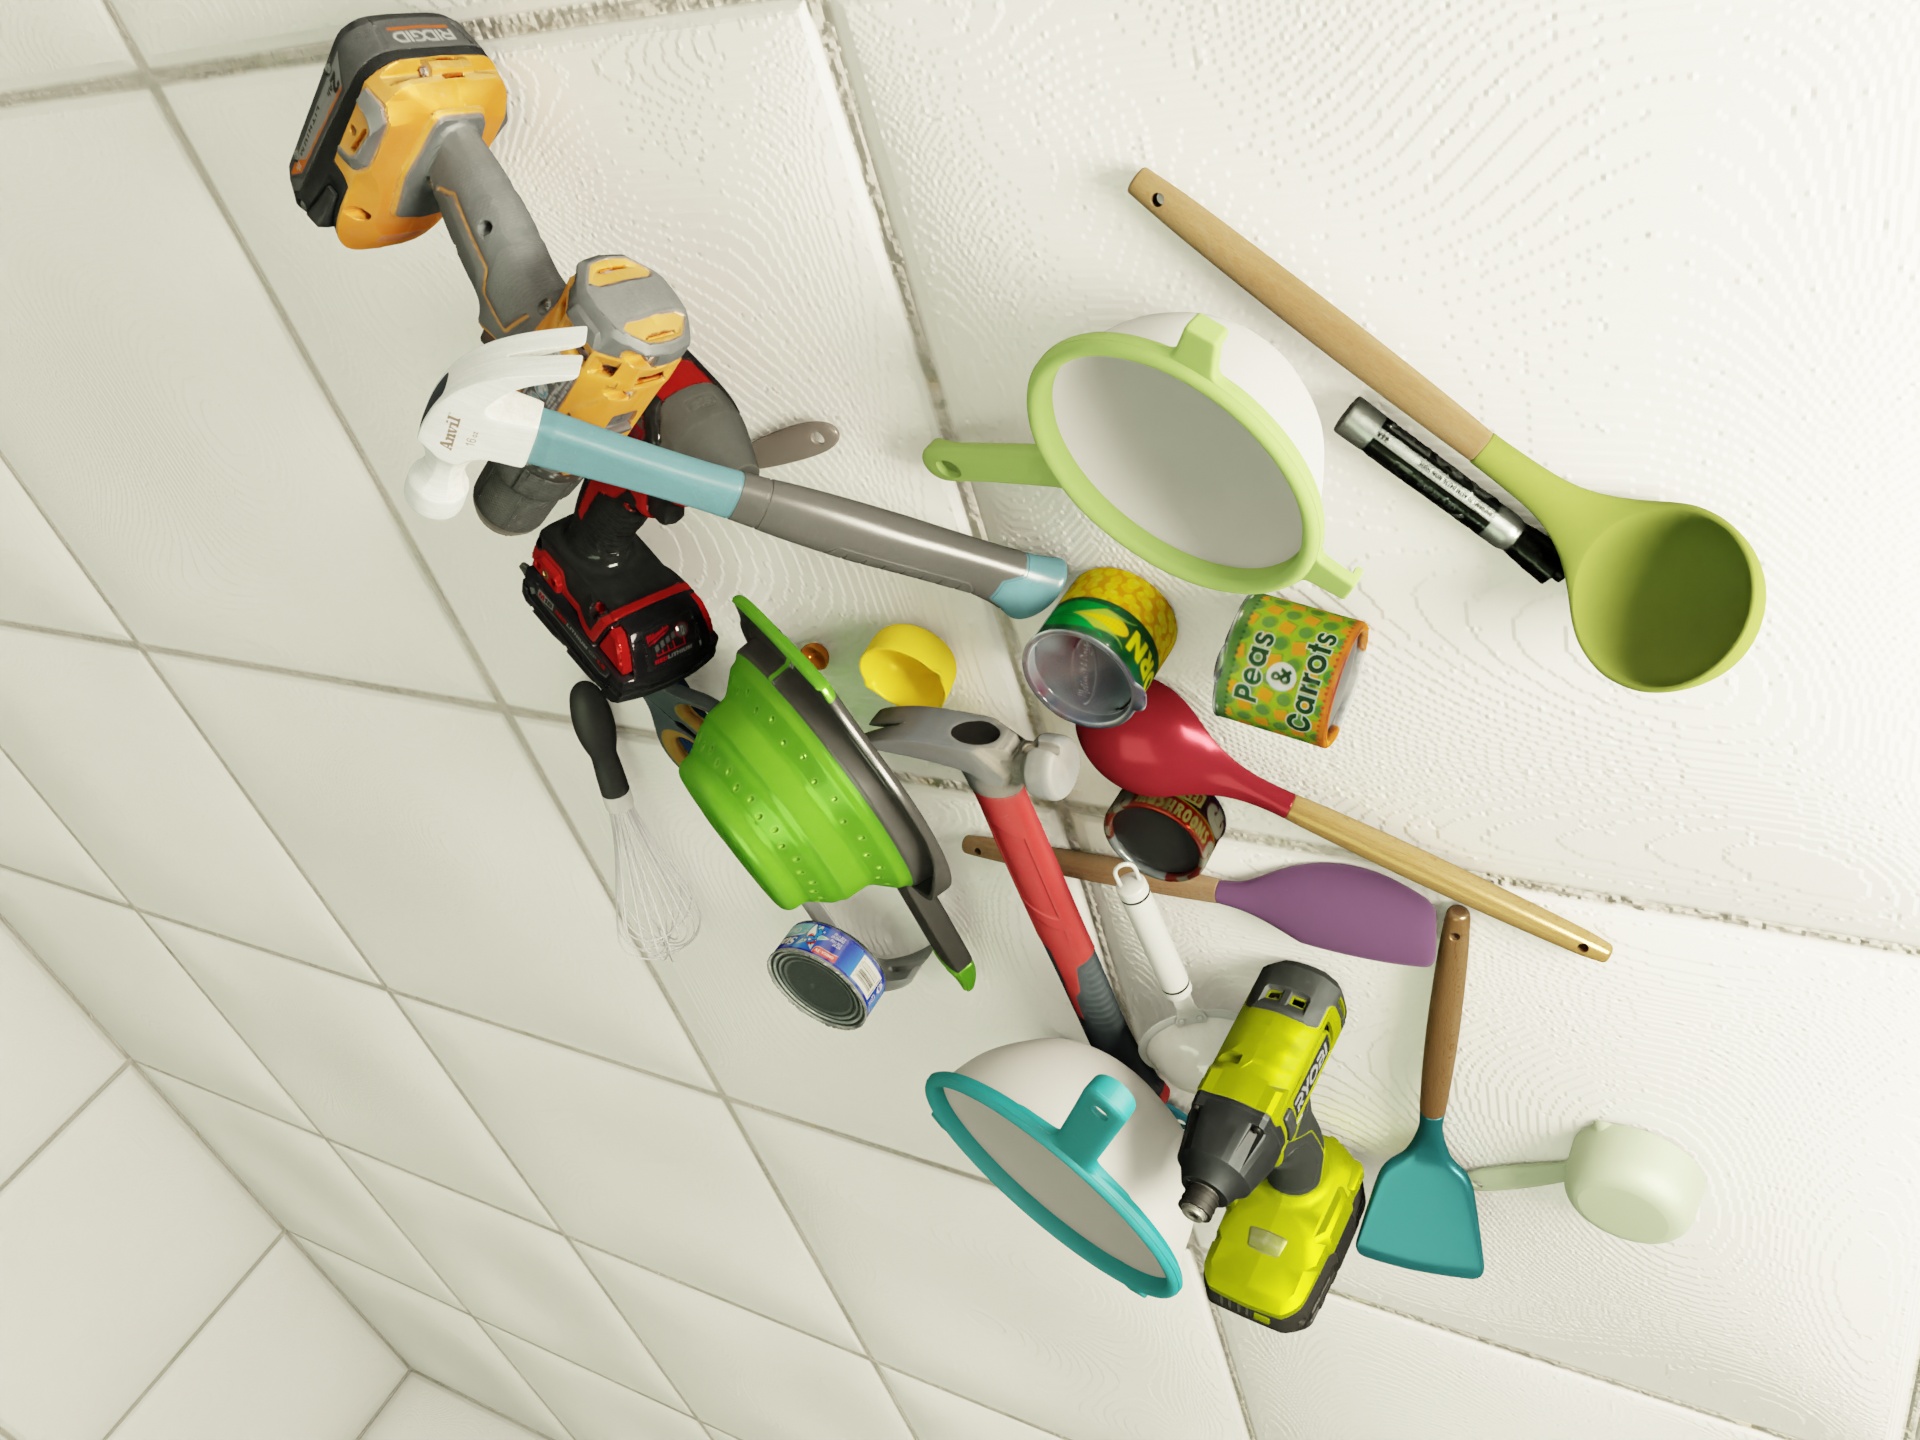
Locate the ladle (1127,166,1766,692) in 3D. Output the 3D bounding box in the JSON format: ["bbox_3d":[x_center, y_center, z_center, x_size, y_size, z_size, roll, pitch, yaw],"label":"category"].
[{"bbox_3d":[0.196,-0.128,0.664,0.320,0.062,0.078,38,119,2],"label":"ladle"}]

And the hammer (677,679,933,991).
[{"bbox_3d":[-0.156,0.050,1.135,0.144,0.035,0.405,-4,128,40],"label":"hammer"}]

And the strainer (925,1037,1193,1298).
[{"bbox_3d":[0.089,0.250,1.005,0.211,0.095,0.340,38,156,14],"label":"strainer"}]

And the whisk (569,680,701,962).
[{"bbox_3d":[-0.260,0.085,1.238,0.070,0.070,0.284,14,133,26],"label":"whisk"}]

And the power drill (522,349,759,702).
[{"bbox_3d":[-0.180,-0.117,0.920,0.143,0.078,0.219,47,141,17],"label":"power drill"}]

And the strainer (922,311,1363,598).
[{"bbox_3d":[0.076,-0.138,0.750,0.256,0.069,0.151,13,149,52],"label":"strainer"}]

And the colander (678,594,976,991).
[{"bbox_3d":[-0.080,0.093,1.016,0.205,0.094,0.396,44,167,39],"label":"colander"}]

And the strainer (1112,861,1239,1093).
[{"bbox_3d":[0.138,0.175,1.010,0.087,0.050,0.258,-15,130,14],"label":"strainer"}]

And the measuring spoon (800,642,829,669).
[{"bbox_3d":[-0.110,-0.023,1.046,0.021,0.011,0.117,38,146,-5],"label":"measuring spoon"}]

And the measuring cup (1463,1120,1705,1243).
[{"bbox_3d":[0.373,0.292,0.981,0.083,0.038,0.167,47,142,-14],"label":"measuring cup"}]

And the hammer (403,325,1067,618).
[{"bbox_3d":[-0.101,-0.109,0.803,0.330,0.033,0.128,15,142,-21],"label":"hammer"}]

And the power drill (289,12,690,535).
[{"bbox_3d":[-0.251,-0.221,0.826,0.226,0.084,0.185,53,133,5],"label":"power drill"}]

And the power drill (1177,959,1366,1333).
[{"bbox_3d":[0.193,0.282,1.004,0.080,0.171,0.223,14,141,31],"label":"power drill"}]

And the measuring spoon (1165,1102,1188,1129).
[{"bbox_3d":[0.116,0.278,1.176,0.129,0.021,0.042,26,142,14],"label":"measuring spoon"}]

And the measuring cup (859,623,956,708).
[{"bbox_3d":[-0.002,-0.003,0.978,0.062,0.029,0.156,-7,137,42],"label":"measuring cup"}]

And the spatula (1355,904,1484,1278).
[{"bbox_3d":[0.292,0.232,0.973,0.082,0.044,0.317,7,132,18],"label":"spatula"}]

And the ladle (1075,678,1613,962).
[{"bbox_3d":[0.205,0.059,0.872,0.315,0.031,0.069,25,117,9],"label":"ladle"}]

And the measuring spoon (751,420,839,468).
[{"bbox_3d":[-0.114,-0.149,0.904,0.124,0.018,0.034,-7,125,45],"label":"measuring spoon"}]

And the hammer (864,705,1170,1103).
[{"bbox_3d":[0.056,0.140,1.041,0.143,0.038,0.385,10,140,34],"label":"hammer"}]

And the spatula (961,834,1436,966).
[{"bbox_3d":[0.135,0.098,0.976,0.316,0.018,0.059,7,115,33],"label":"spatula"}]
